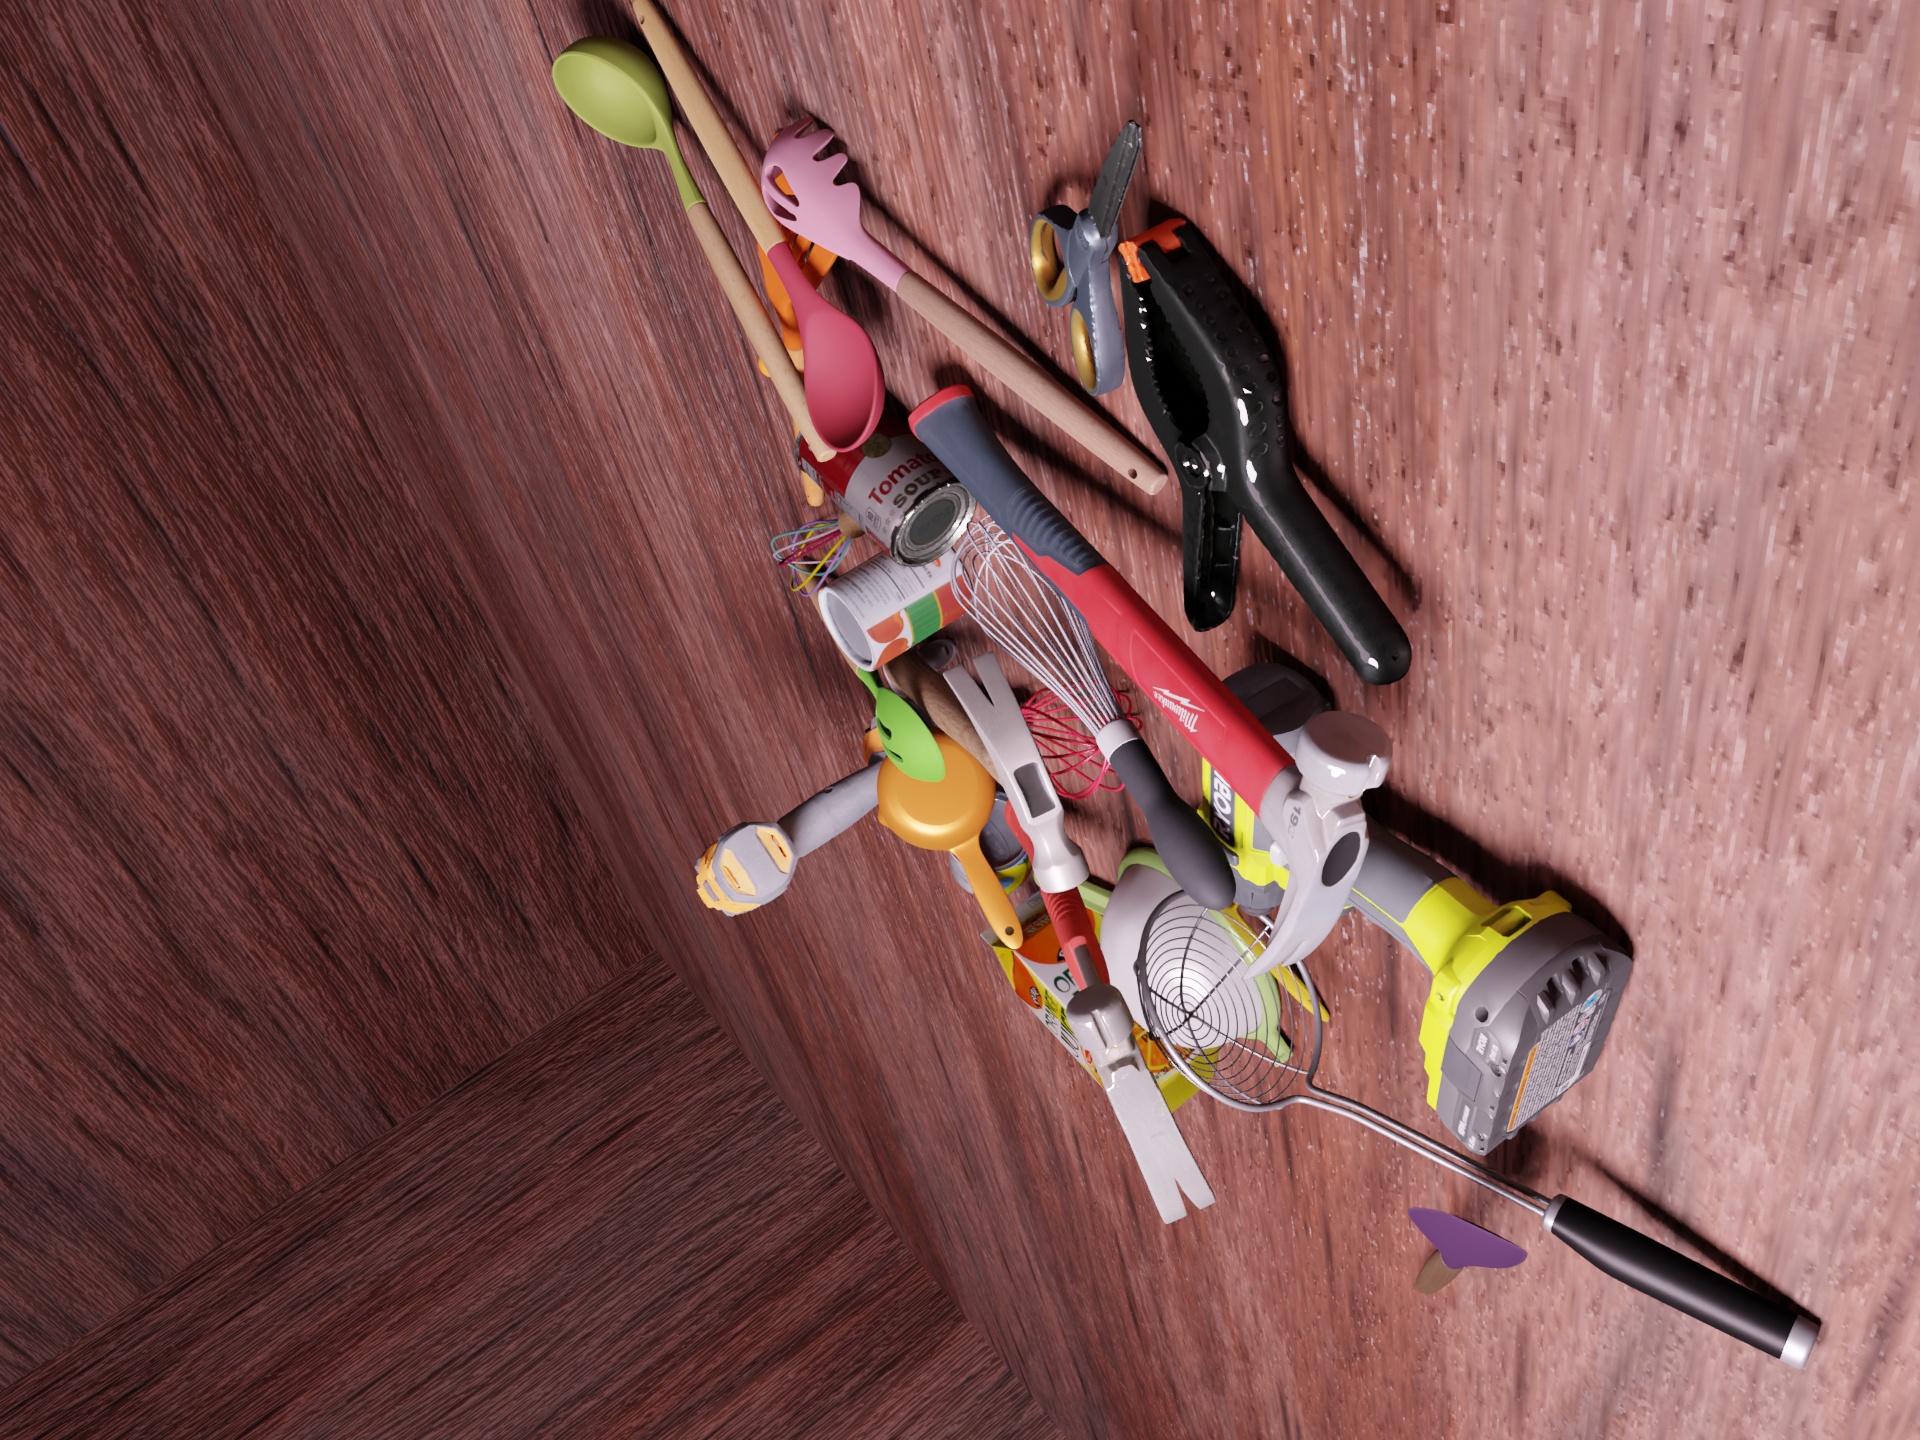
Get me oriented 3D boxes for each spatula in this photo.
[{"bbox_3d":[0.280,0.311,0.918,0.060,0.018,0.315,22,162,20],"label":"spatula"},{"bbox_3d":[-0.099,-0.238,1.047,0.081,0.041,0.322,50,164,19],"label":"spatula"}]

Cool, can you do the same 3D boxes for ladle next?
[{"bbox_3d":[-0.121,-0.298,0.939,0.069,0.031,0.315,-37,78,44],"label":"ladle"},{"bbox_3d":[-0.164,-0.293,0.990,0.320,0.062,0.078,62,167,12],"label":"ladle"}]

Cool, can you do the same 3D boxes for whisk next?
[{"bbox_3d":[0.044,0.002,1.041,0.073,0.073,0.296,61,166,-13],"label":"whisk"},{"bbox_3d":[-0.086,-0.140,1.144,0.051,0.047,0.245,47,157,-10],"label":"whisk"},{"bbox_3d":[0.072,-0.013,0.864,0.070,0.070,0.285,87,157,-55],"label":"whisk"}]

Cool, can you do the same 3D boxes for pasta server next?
[{"bbox_3d":[-0.005,-0.220,0.844,0.316,0.040,0.060,43,143,21],"label":"pasta server"}]

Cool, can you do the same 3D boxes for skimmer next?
[{"bbox_3d":[0.250,0.199,0.808,0.363,0.127,0.090,24,125,33],"label":"skimmer"}]

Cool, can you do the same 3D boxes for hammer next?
[{"bbox_3d":[0.071,-0.047,0.805,0.387,0.038,0.143,53,147,41],"label":"hammer"},{"bbox_3d":[0.077,0.144,0.991,0.359,0.036,0.149,-108,-7,-67],"label":"hammer"},{"bbox_3d":[-0.002,-0.003,1.022,0.331,0.031,0.130,-137,24,-69],"label":"hammer"}]

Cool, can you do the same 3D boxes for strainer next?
[{"bbox_3d":[0.109,0.153,1.096,0.256,0.069,0.151,19,139,57],"label":"strainer"}]

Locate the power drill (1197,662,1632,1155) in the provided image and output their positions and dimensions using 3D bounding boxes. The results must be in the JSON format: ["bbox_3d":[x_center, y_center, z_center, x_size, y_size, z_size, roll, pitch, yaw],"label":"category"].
[{"bbox_3d":[0.204,0.094,0.781,0.223,0.080,0.171,46,157,37],"label":"power drill"}]

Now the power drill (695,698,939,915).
[{"bbox_3d":[-0.108,0.076,1.247,0.084,0.226,0.185,56,160,0],"label":"power drill"}]

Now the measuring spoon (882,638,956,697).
[{"bbox_3d":[-0.026,-0.044,1.193,0.034,0.018,0.124,62,153,-2],"label":"measuring spoon"}]

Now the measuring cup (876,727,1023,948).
[{"bbox_3d":[0.002,0.085,1.140,0.174,0.095,0.052,62,176,9],"label":"measuring cup"}]

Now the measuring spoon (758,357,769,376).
[{"bbox_3d":[-0.089,-0.198,1.044,0.116,0.011,0.021,42,158,-19],"label":"measuring spoon"}]

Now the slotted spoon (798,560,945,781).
[{"bbox_3d":[-0.076,-0.047,1.171,0.314,0.031,0.070,-123,13,-54],"label":"slotted spoon"}]

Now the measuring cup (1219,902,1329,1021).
[{"bbox_3d":[0.181,0.119,0.957,0.156,0.029,0.062,49,160,-15],"label":"measuring cup"}]
